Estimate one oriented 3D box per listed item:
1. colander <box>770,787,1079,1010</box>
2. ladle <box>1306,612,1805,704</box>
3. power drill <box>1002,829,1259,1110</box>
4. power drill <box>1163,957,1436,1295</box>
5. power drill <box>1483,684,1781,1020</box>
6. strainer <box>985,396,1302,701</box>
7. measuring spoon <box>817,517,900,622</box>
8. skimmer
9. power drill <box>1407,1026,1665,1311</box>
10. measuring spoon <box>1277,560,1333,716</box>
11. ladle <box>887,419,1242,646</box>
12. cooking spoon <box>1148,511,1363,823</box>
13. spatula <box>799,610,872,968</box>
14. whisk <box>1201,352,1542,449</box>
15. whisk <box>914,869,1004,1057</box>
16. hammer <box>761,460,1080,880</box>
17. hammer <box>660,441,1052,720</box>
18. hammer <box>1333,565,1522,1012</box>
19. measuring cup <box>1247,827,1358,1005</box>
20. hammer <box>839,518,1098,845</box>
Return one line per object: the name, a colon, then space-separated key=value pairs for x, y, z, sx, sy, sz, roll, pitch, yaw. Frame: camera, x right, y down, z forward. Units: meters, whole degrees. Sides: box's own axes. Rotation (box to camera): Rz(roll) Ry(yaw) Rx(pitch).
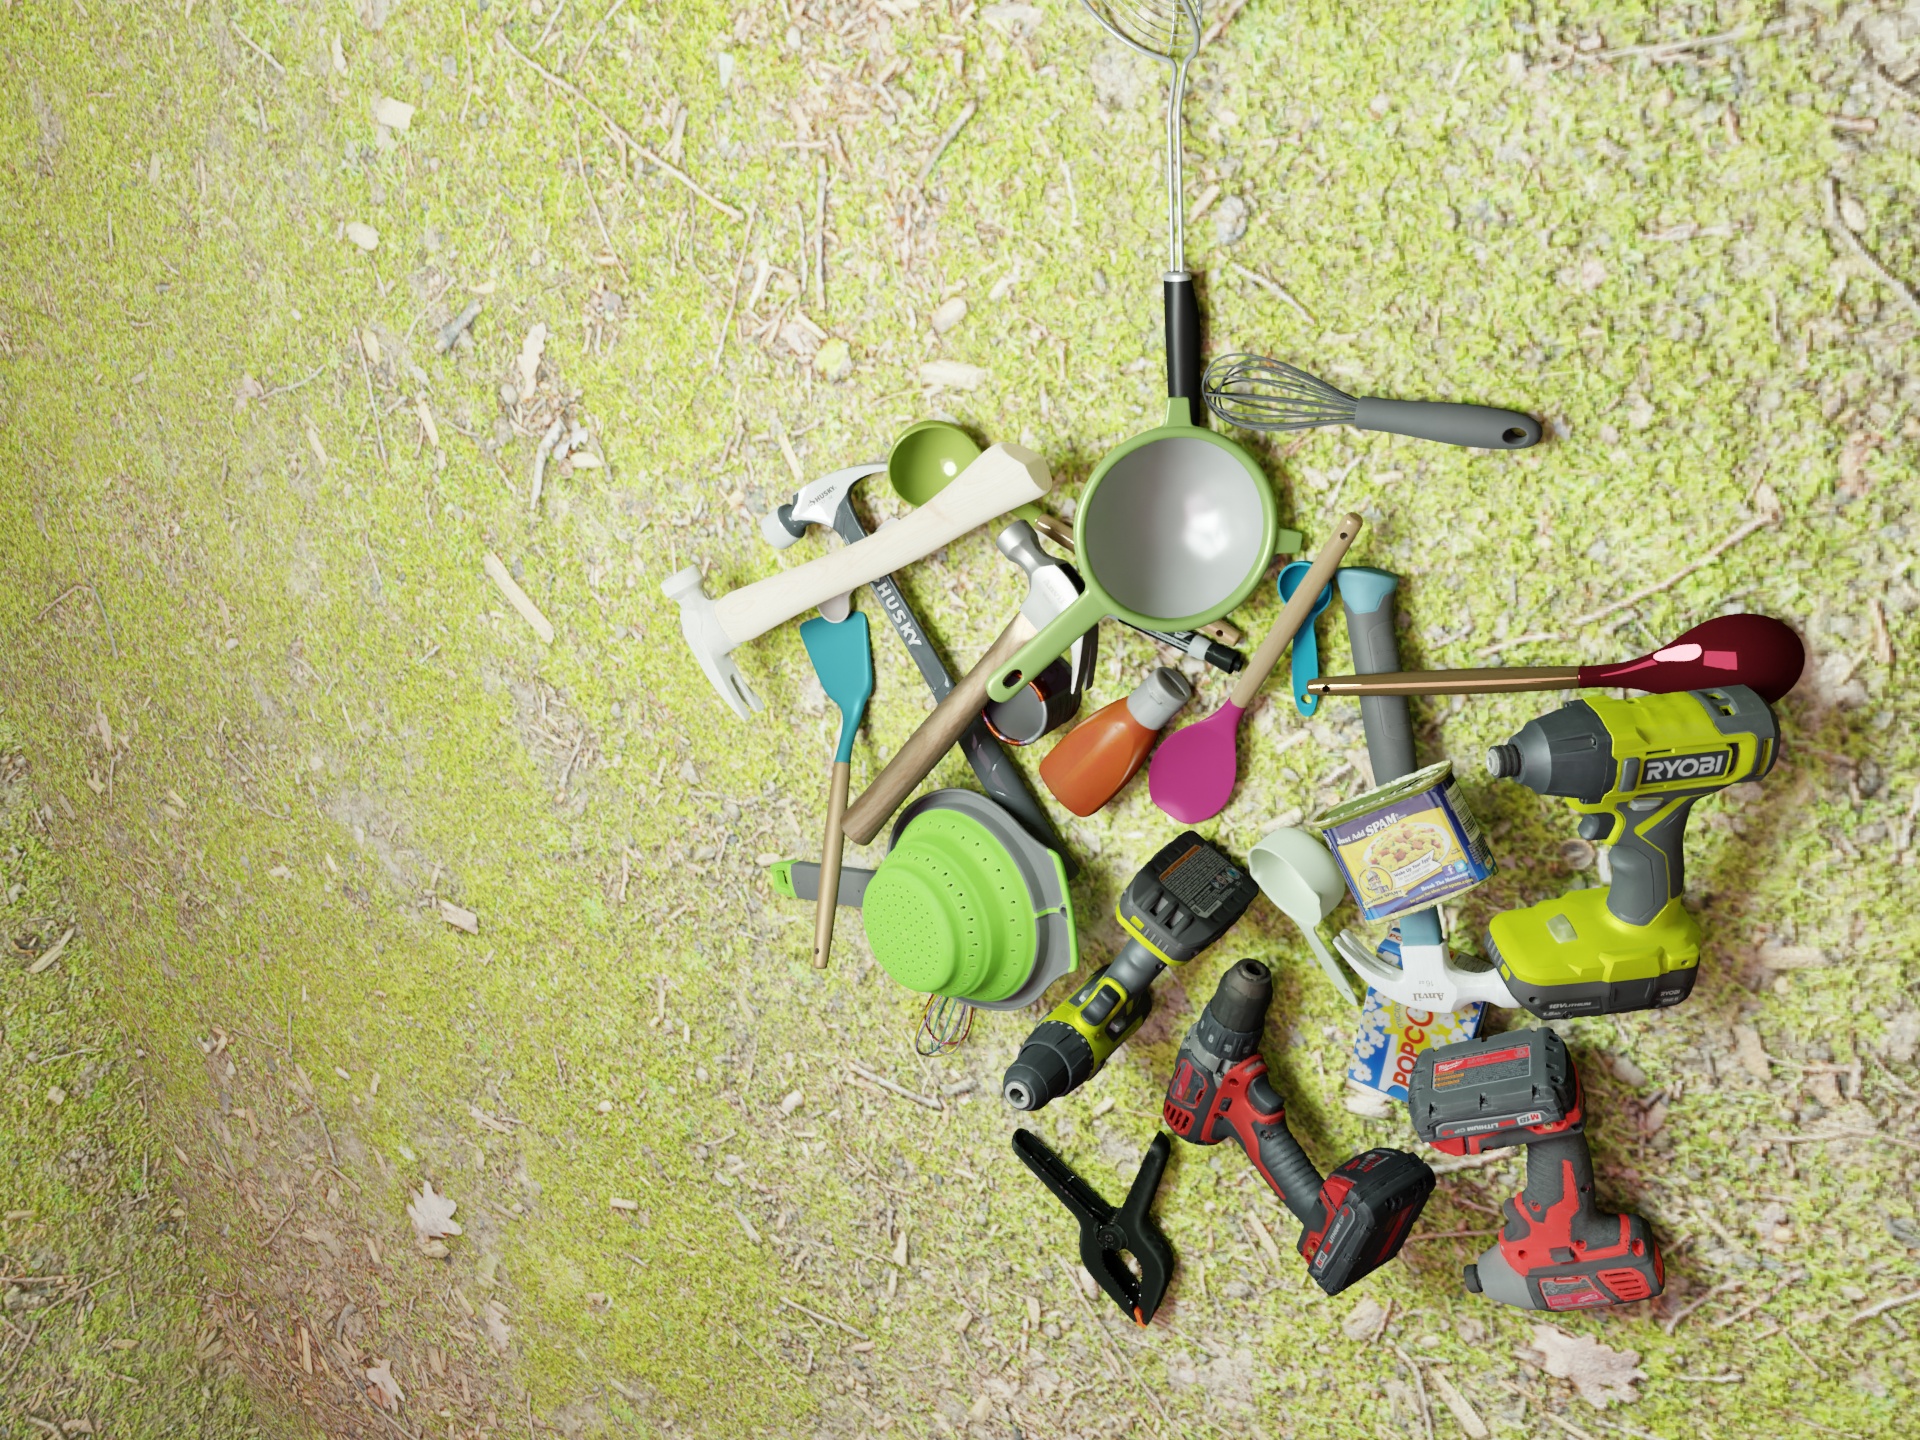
colander: x=-0.073 y=0.167 z=1.425 sx=0.397 sy=0.094 sz=0.204 roll=0 pitch=104 yaw=46
ladle: x=0.388 y=-0.030 z=1.066 sx=0.315 sy=0.031 sz=0.069 roll=-2 pitch=110 yaw=28
power drill: x=0.129 y=0.210 z=1.281 sx=0.080 sy=0.190 sz=0.228 roll=41 pitch=123 yaw=15
power drill: x=0.263 y=0.316 z=1.268 sx=0.227 sy=0.080 sz=0.187 roll=43 pitch=135 yaw=37
power drill: x=0.416 y=0.084 z=1.030 sx=0.171 sy=0.080 sz=0.223 roll=-6 pitch=124 yaw=-2
strainer: x=0.114 y=-0.110 z=1.181 sx=0.256 sy=0.069 sz=0.151 roll=-42 pitch=107 yaw=8
measuring spoon: x=-0.085 y=-0.135 z=1.403 sx=0.034 sy=0.018 sz=0.124 roll=46 pitch=121 yaw=7
skimmer: x=0.123 y=-0.367 z=1.106 sx=0.127 sy=0.090 sz=0.363 roll=-142 pitch=42 yaw=-59
power drill: x=0.417 y=0.344 z=1.175 sx=0.143 sy=0.078 sz=0.219 roll=-19 pitch=109 yaw=26
measuring spoon: x=0.260 y=-0.062 z=1.186 sx=0.042 sy=0.021 sz=0.128 roll=13 pitch=125 yaw=32
ladle: x=0.079 y=-0.141 z=1.254 sx=0.320 sy=0.062 sz=0.078 roll=34 pitch=124 yaw=17
cooking spoon: x=0.222 y=-0.032 z=1.203 sx=0.069 sy=0.017 sz=0.318 roll=35 pitch=132 yaw=11
spatula: x=-0.117 y=0.062 z=1.422 sx=0.082 sy=0.044 sz=0.318 roll=-7 pitch=71 yaw=37
whisk: x=0.276 y=-0.215 z=1.091 sx=0.239 sy=0.055 sz=0.055 roll=14 pitch=117 yaw=26
whisk: x=0.011 y=0.220 z=1.467 sx=0.047 sy=0.051 sz=0.244 roll=22 pitch=118 yaw=3
hammer: x=-0.013 y=-0.036 z=1.370 sx=0.149 sy=0.036 sz=0.409 roll=-30 pitch=92 yaw=30
hammer: x=-0.085 y=-0.120 z=1.320 sx=0.410 sy=0.038 sz=0.146 roll=-21 pitch=102 yaw=39
hammer: x=0.318 y=0.050 z=1.150 sx=0.128 sy=0.033 sz=0.331 roll=-7 pitch=97 yaw=30
measuring cup: x=0.284 y=0.153 z=1.242 sx=0.167 sy=0.038 sz=0.083 roll=58 pitch=162 yaw=-22
hammer: x=-0.002 y=-0.004 z=1.302 sx=0.130 sy=0.031 sz=0.331 roll=51 pitch=125 yaw=15
